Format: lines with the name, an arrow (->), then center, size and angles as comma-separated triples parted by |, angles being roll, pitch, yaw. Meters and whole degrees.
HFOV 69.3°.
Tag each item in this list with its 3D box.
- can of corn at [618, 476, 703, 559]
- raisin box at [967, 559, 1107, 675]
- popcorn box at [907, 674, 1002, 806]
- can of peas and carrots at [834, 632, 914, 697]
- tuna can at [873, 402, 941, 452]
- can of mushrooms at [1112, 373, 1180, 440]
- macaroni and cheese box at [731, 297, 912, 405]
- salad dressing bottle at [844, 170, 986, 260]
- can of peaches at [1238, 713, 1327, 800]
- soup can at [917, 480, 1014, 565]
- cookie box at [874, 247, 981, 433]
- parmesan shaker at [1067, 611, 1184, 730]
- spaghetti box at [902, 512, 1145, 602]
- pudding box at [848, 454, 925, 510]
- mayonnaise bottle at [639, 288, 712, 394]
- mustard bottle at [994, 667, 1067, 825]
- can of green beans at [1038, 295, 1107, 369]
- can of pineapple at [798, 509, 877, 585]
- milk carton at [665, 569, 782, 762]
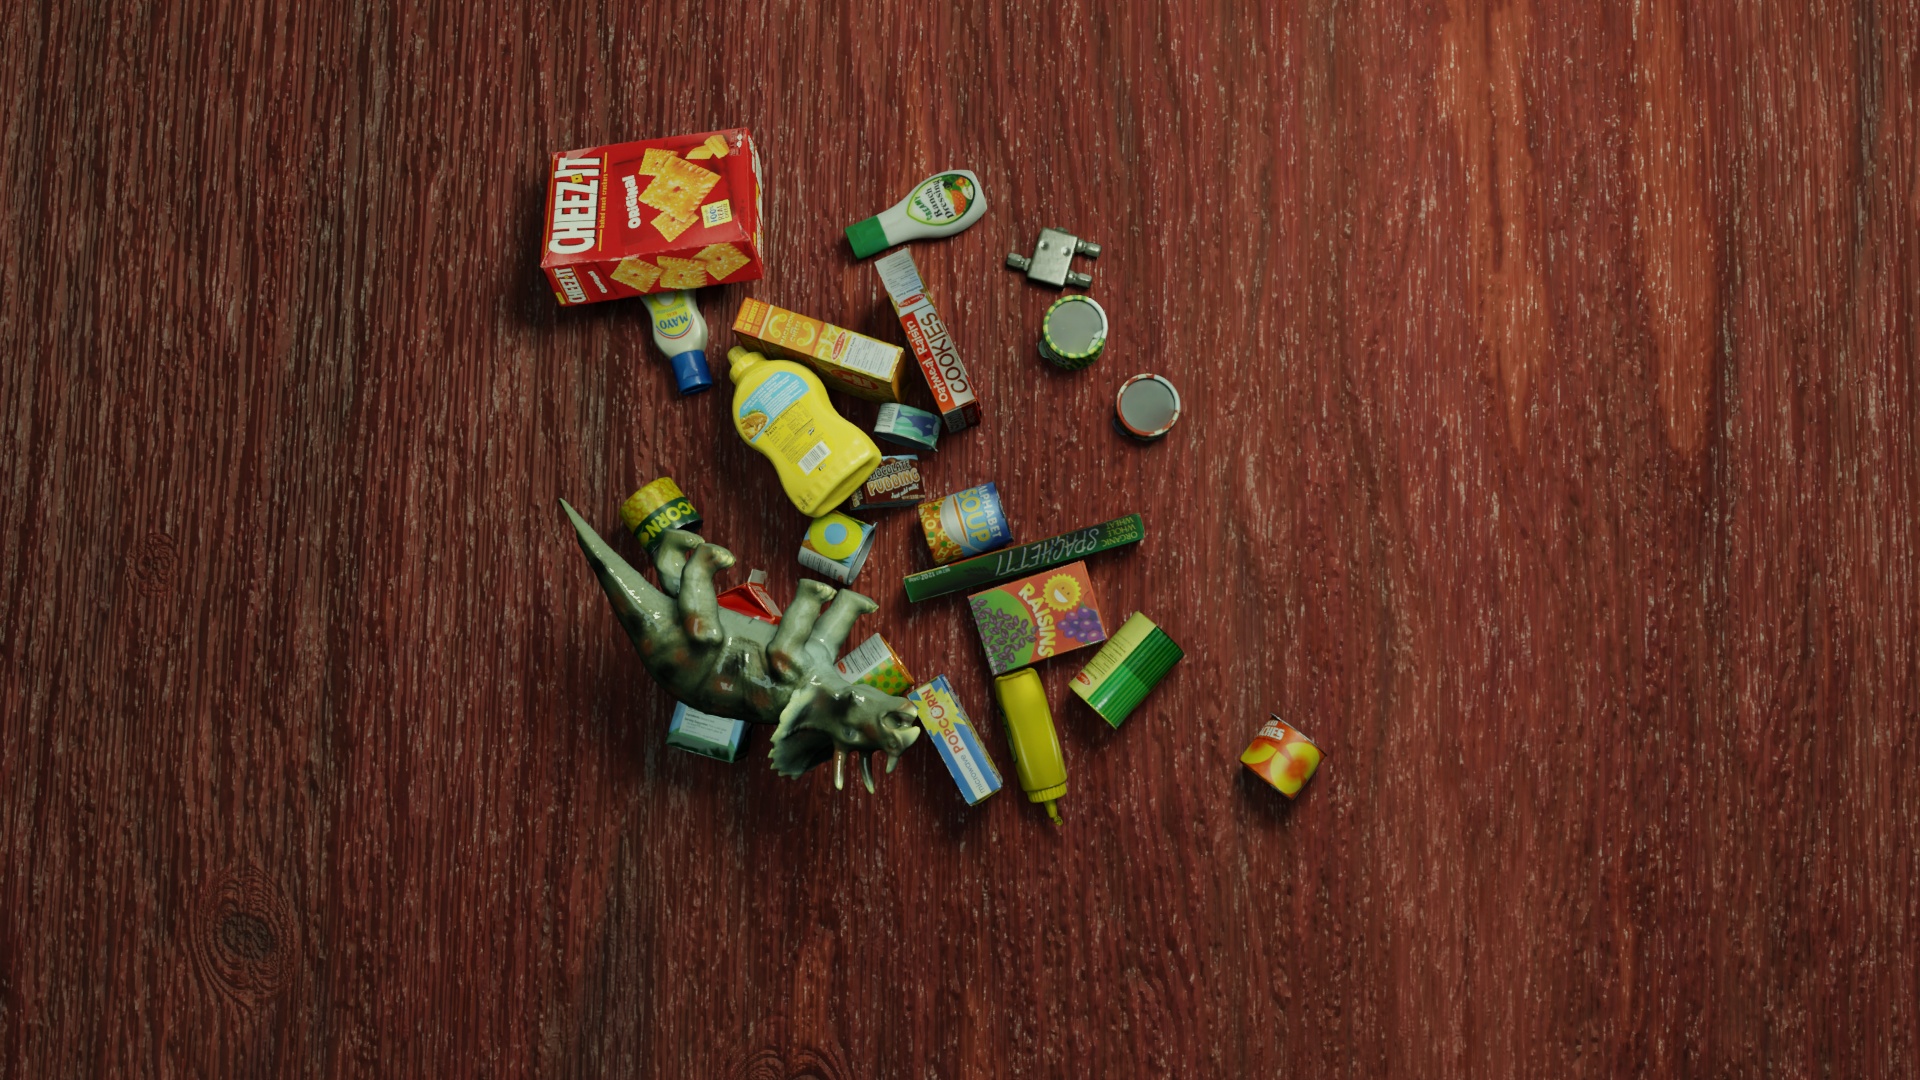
can of corn -> -0.308, -0.024, 1.426 | 0.071, 0.071, 0.058 | -38, 84, -1
raisin box -> 0.078, 0.079, 1.414 | 0.123, 0.040, 0.086 | -17, 83, 0
popcorn box -> -0.004, 0.198, 1.383 | 0.038, 0.085, 0.127 | -30, 84, 1
can of peas and carrots -> -0.087, 0.137, 1.405 | 0.059, 0.071, 0.071 | -37, 84, -1
tuna can -> -0.052, -0.116, 1.426 | 0.071, 0.071, 0.033 | 15, 85, 4
can of mushrooms -> 0.190, -0.136, 1.432 | 0.071, 0.033, 0.071 | 0, 85, 2
macaroni and cheese box -> -0.136, -0.187, 1.407 | 0.166, 0.123, 0.040 | 19, 83, 5
salad dressing bottle -> -0.047, -0.339, 1.457 | 0.148, 0.044, 0.064 | -23, 83, 1
can of peaches -> 0.317, 0.214, 1.376 | 0.071, 0.071, 0.058 | 37, 89, 5
soup can -> 0.005, -0.018, 1.410 | 0.084, 0.071, 0.071 | -18, 84, 1
cookie box -> -0.029, -0.198, 1.403 | 0.040, 0.123, 0.167 | -24, 84, 2
parmesan shaker -> 0.167, 0.131, 1.389 | 0.071, 0.071, 0.103 | 43, 88, 5
spaghetti box -> 0.066, 0.018, 1.415 | 0.250, 0.050, 0.028 | -16, 86, 1
pudding box -> -0.078, -0.060, 1.415 | 0.030, 0.084, 0.049 | -18, 81, 44
mayonnaise bottle -> -0.297, -0.228, 1.459 | 0.065, 0.041, 0.148 | -18, 84, -1
mustard bottle -> 0.075, 0.210, 1.391 | 0.049, 0.065, 0.160 | -15, 88, -3
can of green beans -> 0.117, -0.214, 1.430 | 0.071, 0.058, 0.071 | 0, 85, 3
can of pineapple -> -0.125, 0.003, 1.418 | 0.058, 0.071, 0.071 | 24, 87, 5
milk carton -> -0.231, 0.122, 1.409 | 0.073, 0.072, 0.190 | 15, 86, 3
